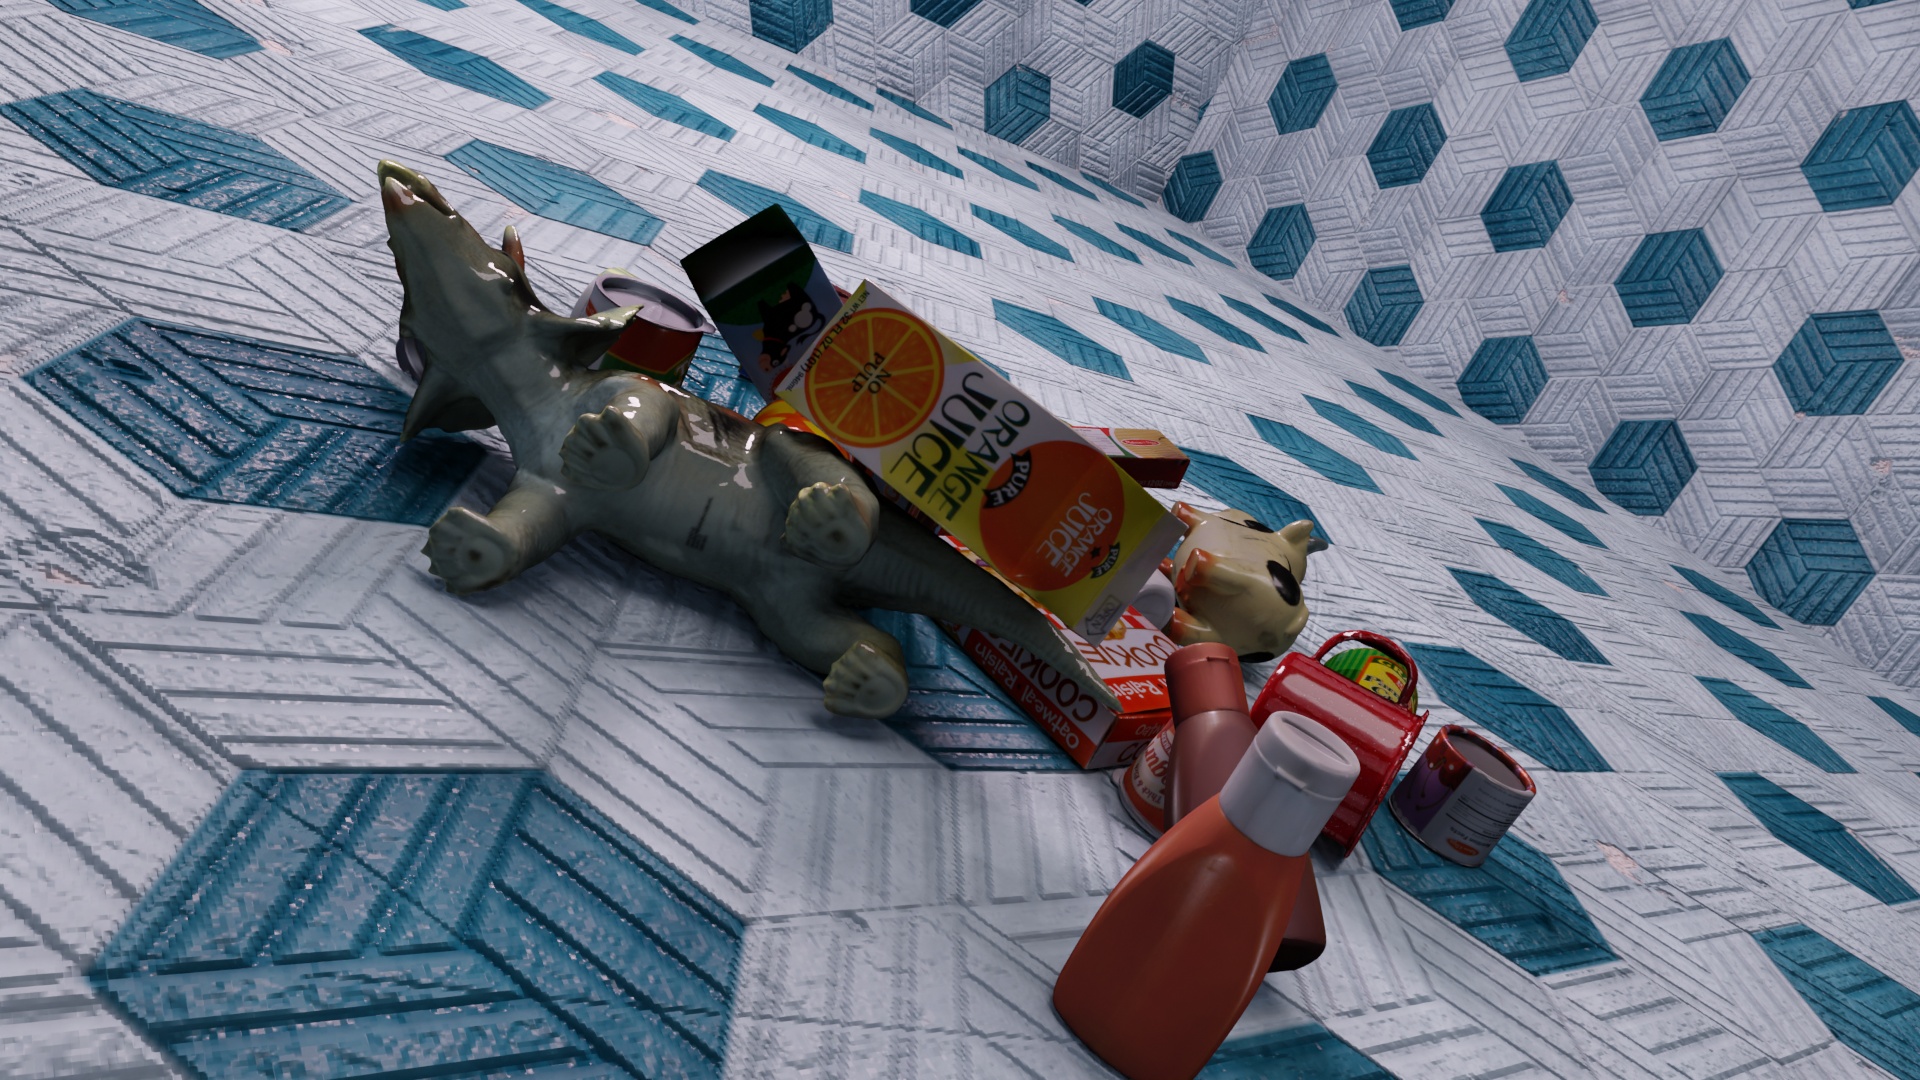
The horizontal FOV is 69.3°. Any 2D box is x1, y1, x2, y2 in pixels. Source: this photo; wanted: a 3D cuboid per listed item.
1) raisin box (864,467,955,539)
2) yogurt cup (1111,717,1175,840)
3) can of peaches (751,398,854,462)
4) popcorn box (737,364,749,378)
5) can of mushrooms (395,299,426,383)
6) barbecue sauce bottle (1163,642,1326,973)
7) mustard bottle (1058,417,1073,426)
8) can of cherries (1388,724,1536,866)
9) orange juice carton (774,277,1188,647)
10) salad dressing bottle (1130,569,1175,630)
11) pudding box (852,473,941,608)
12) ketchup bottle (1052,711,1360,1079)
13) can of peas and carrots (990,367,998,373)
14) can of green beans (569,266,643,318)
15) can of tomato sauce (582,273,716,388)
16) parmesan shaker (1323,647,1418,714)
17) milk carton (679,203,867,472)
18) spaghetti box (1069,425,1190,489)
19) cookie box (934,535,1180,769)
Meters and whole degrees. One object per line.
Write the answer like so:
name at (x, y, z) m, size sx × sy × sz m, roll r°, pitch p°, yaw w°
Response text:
raisin box at (0.003, -0.011, 0.889) m, size 0.123 × 0.040 × 0.086 m, roll 2°, pitch 32°, yaw -47°
yogurt cup at (0.122, 0.120, 0.707) m, size 0.072 × 0.053 × 0.073 m, roll 25°, pitch 21°, yaw -10°
can of peaches at (-0.096, -0.045, 0.802) m, size 0.071 × 0.071 × 0.058 m, roll 25°, pitch 22°, yaw -7°
popcorn box at (-0.091, -0.120, 1.027) m, size 0.127 × 0.038 × 0.085 m, roll 28°, pitch 20°, yaw -1°
can of mushrooms at (-0.271, -0.112, 0.754) m, size 0.071 × 0.070 × 0.033 m, roll 36°, pitch 20°, yaw 22°
barbecue sauce bottle at (0.122, 0.119, 0.636) m, size 0.065 × 0.043 × 0.149 m, roll 5°, pitch 54°, yaw -14°
mustard bottle at (0.026, -0.091, 1.090) m, size 0.160 × 0.048 × 0.065 m, roll 24°, pitch 19°, yaw -10°
can of cherries at (0.305, 0.153, 0.848) m, size 0.071 × 0.058 × 0.072 m, roll 24°, pitch 21°, yaw -10°
orange juice carton at (0.012, -0.035, 0.657) m, size 0.193 × 0.072 × 0.073 m, roll 39°, pitch 0°, yaw 19°
salad dressing bottle at (0.090, 0.009, 0.943) m, size 0.064 × 0.043 × 0.148 m, roll 10°, pitch 26°, yaw -32°
pudding box at (-0.036, -0.006, 0.766) m, size 0.030 × 0.083 × 0.050 m, roll 37°, pitch 23°, yaw 24°
ketchup bottle at (0.093, 0.132, 0.512) m, size 0.065 × 0.148 × 0.044 m, roll 34°, pitch 23°, yaw 17°
can of peas and carrots at (-0.010, -0.085, 0.922) m, size 0.059 × 0.070 × 0.071 m, roll 0°, pitch 32°, yaw -28°
can of green beans at (-0.205, -0.130, 0.871) m, size 0.058 × 0.071 × 0.071 m, roll 30°, pitch 21°, yaw 6°
can of tomato sauce at (-0.189, -0.100, 0.797) m, size 0.071 × 0.082 × 0.071 m, roll 24°, pitch 21°, yaw -10°
parmesan shaker at (0.245, 0.114, 0.860) m, size 0.071 × 0.071 × 0.103 m, roll 33°, pitch 22°, yaw 14°
milk carton at (-0.093, -0.108, 0.882) m, size 0.189 × 0.073 × 0.072 m, roll 60°, pitch -3°, yaw -40°
spaghetti box at (0.052, -0.064, 1.015) m, size 0.250 × 0.028 × 0.050 m, roll 0°, pitch 32°, yaw -28°
cookie box at (0.064, 0.059, 0.797) m, size 0.123 × 0.040 × 0.168 m, roll 4°, pitch 31°, yaw -48°
